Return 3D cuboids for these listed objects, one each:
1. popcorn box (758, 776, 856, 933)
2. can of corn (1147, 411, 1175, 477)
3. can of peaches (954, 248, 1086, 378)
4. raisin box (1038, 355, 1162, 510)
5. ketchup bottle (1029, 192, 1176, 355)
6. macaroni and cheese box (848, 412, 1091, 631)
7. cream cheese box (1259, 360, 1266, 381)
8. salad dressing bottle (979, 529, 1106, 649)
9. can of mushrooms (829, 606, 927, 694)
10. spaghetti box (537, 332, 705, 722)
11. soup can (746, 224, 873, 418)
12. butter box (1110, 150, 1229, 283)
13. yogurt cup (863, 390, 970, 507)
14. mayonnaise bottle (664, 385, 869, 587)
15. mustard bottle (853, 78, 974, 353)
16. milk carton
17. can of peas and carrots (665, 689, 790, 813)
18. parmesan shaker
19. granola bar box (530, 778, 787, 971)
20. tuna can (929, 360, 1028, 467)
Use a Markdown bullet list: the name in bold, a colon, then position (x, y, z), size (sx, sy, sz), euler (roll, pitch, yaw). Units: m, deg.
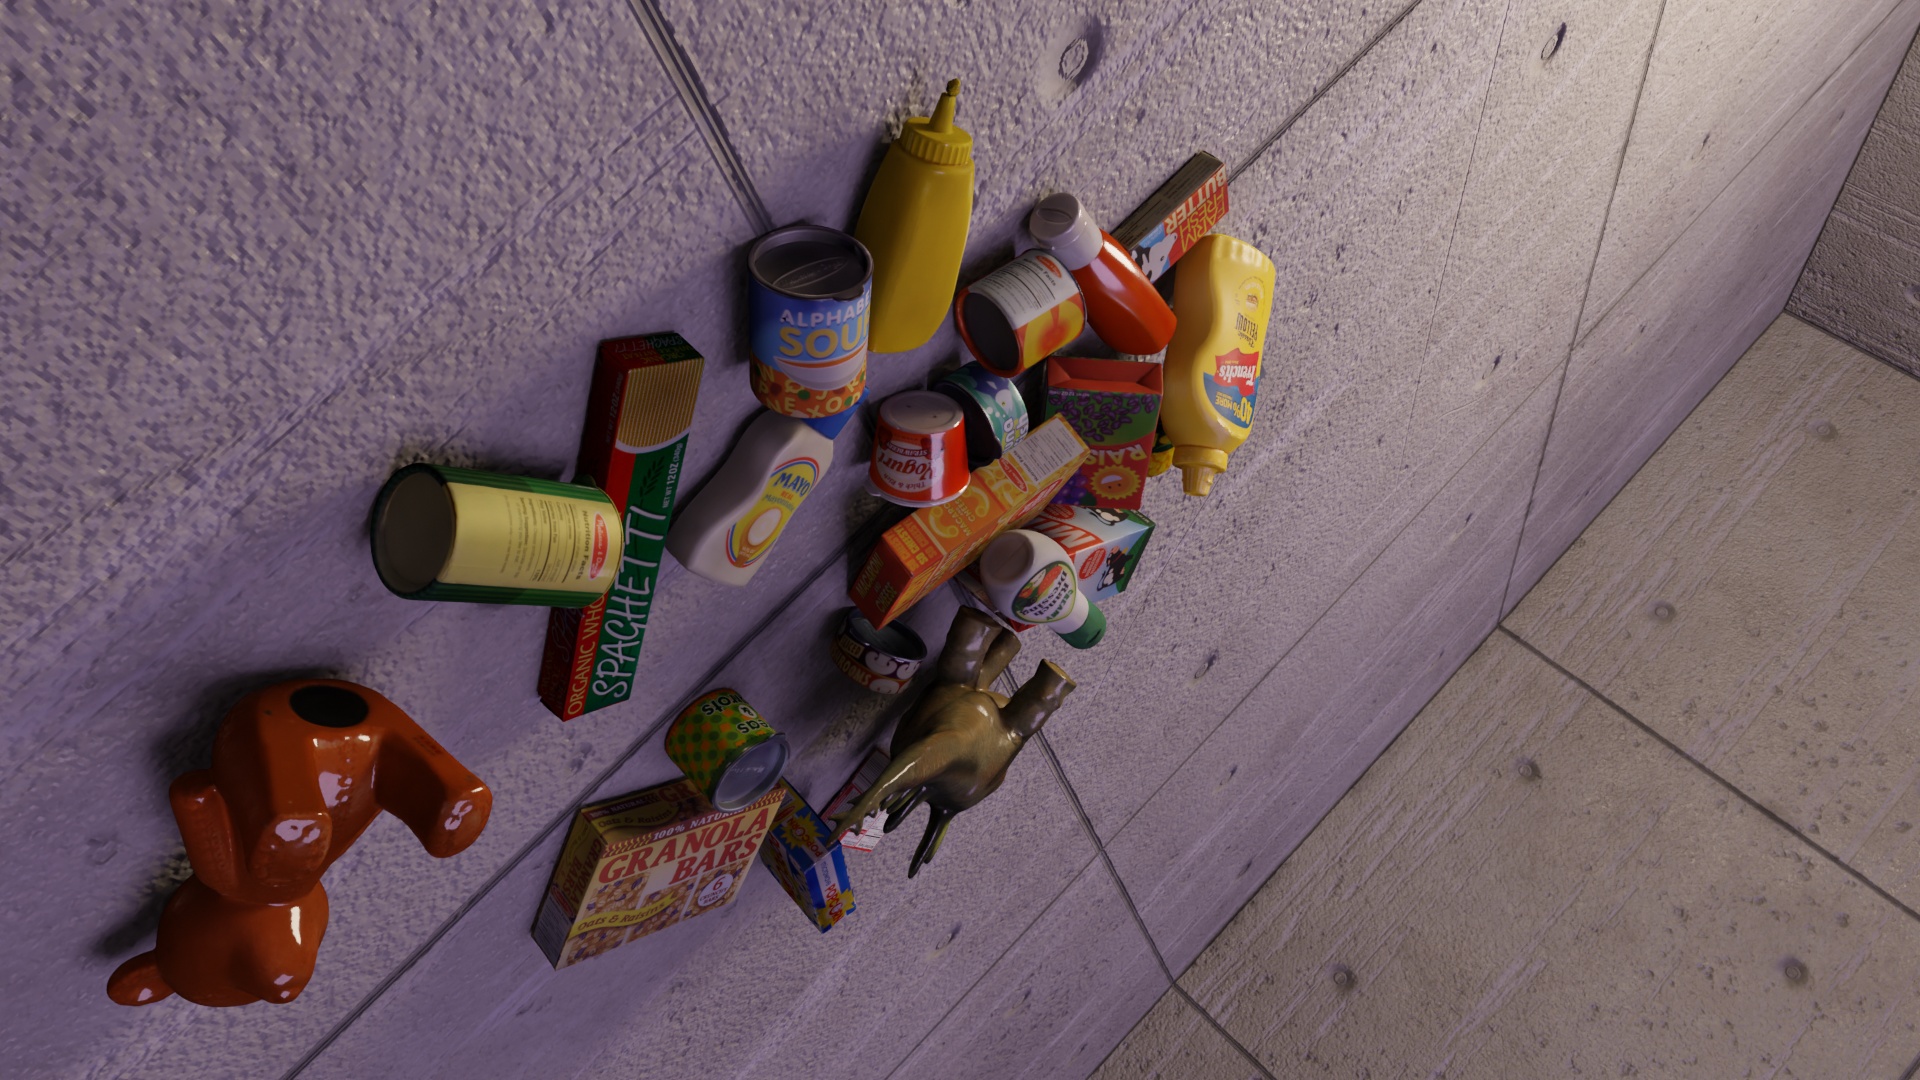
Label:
- **popcorn box**: position (-0.128, 0.252, 1.114), size (0.038, 0.085, 0.126), euler (-36, 149, -22)
- **can of corn**: position (0.143, -0.091, 1.111), size (0.071, 0.071, 0.058), euler (-28, 145, -34)
- **can of peaches**: position (0.038, -0.145, 0.898), size (0.058, 0.071, 0.071), euler (-34, 148, -26)
- **raisin box**: position (0.101, -0.080, 1.048), size (0.086, 0.040, 0.122), euler (3, 138, 0)
- **ketchup bottle**: position (0.094, -0.180, 0.945), size (0.043, 0.065, 0.148), euler (-62, 144, -7)
- **macaroni and cheese box**: position (0.004, -0.012, 0.993), size (0.167, 0.040, 0.123), euler (-35, 172, -24)
- **cream cheese box**: position (0.235, -0.153, 1.212), size (0.053, 0.024, 0.103), euler (-50, 152, -1)
- **salad dressing bottle**: position (0.065, 0.040, 1.029), size (0.064, 0.044, 0.147), euler (-47, 144, 2)
- **can of mushrooms**: position (-0.062, 0.081, 1.024), size (0.071, 0.071, 0.033), euler (1, 125, -55)
- **spaghetti box**: position (-0.193, 0.000, 0.780), size (0.050, 0.029, 0.248), euler (-17, 137, -44)
- **soup can**: position (-0.081, -0.116, 0.756), size (0.071, 0.071, 0.083), euler (-31, 146, -32)
- **butter box**: position (0.151, -0.229, 1.003), size (0.104, 0.024, 0.053), euler (-44, 150, -11)
- **yogurt cup**: position (-0.026, -0.062, 0.909), size (0.073, 0.072, 0.053), euler (-28, 137, -35)
- **mayonnaise bottle**: position (-0.112, -0.042, 0.832), size (0.148, 0.041, 0.064), euler (-52, 150, 6)
- **mustard bottle**: position (-0.024, -0.184, 0.781), size (0.065, 0.049, 0.159), euler (-19, 138, -44)
- **milk carton**: position (0.067, 0.015, 1.122), size (0.191, 0.072, 0.073), euler (-16, 136, -46)
- **can of peas and carrots**: position (-0.161, 0.144, 0.967), size (0.071, 0.059, 0.070), euler (-35, 148, -26)
- **parmesan shaker**: position (-0.229, -0.004, 0.690), size (0.103, 0.071, 0.071), euler (9, 117, -57)
- **granola bar box**: position (-0.218, 0.232, 1.011), size (0.166, 0.039, 0.123), euler (-8, 132, -51)
- **tuna can**: position (0.014, -0.084, 0.930), size (0.033, 0.071, 0.070), euler (-35, 148, -28)
